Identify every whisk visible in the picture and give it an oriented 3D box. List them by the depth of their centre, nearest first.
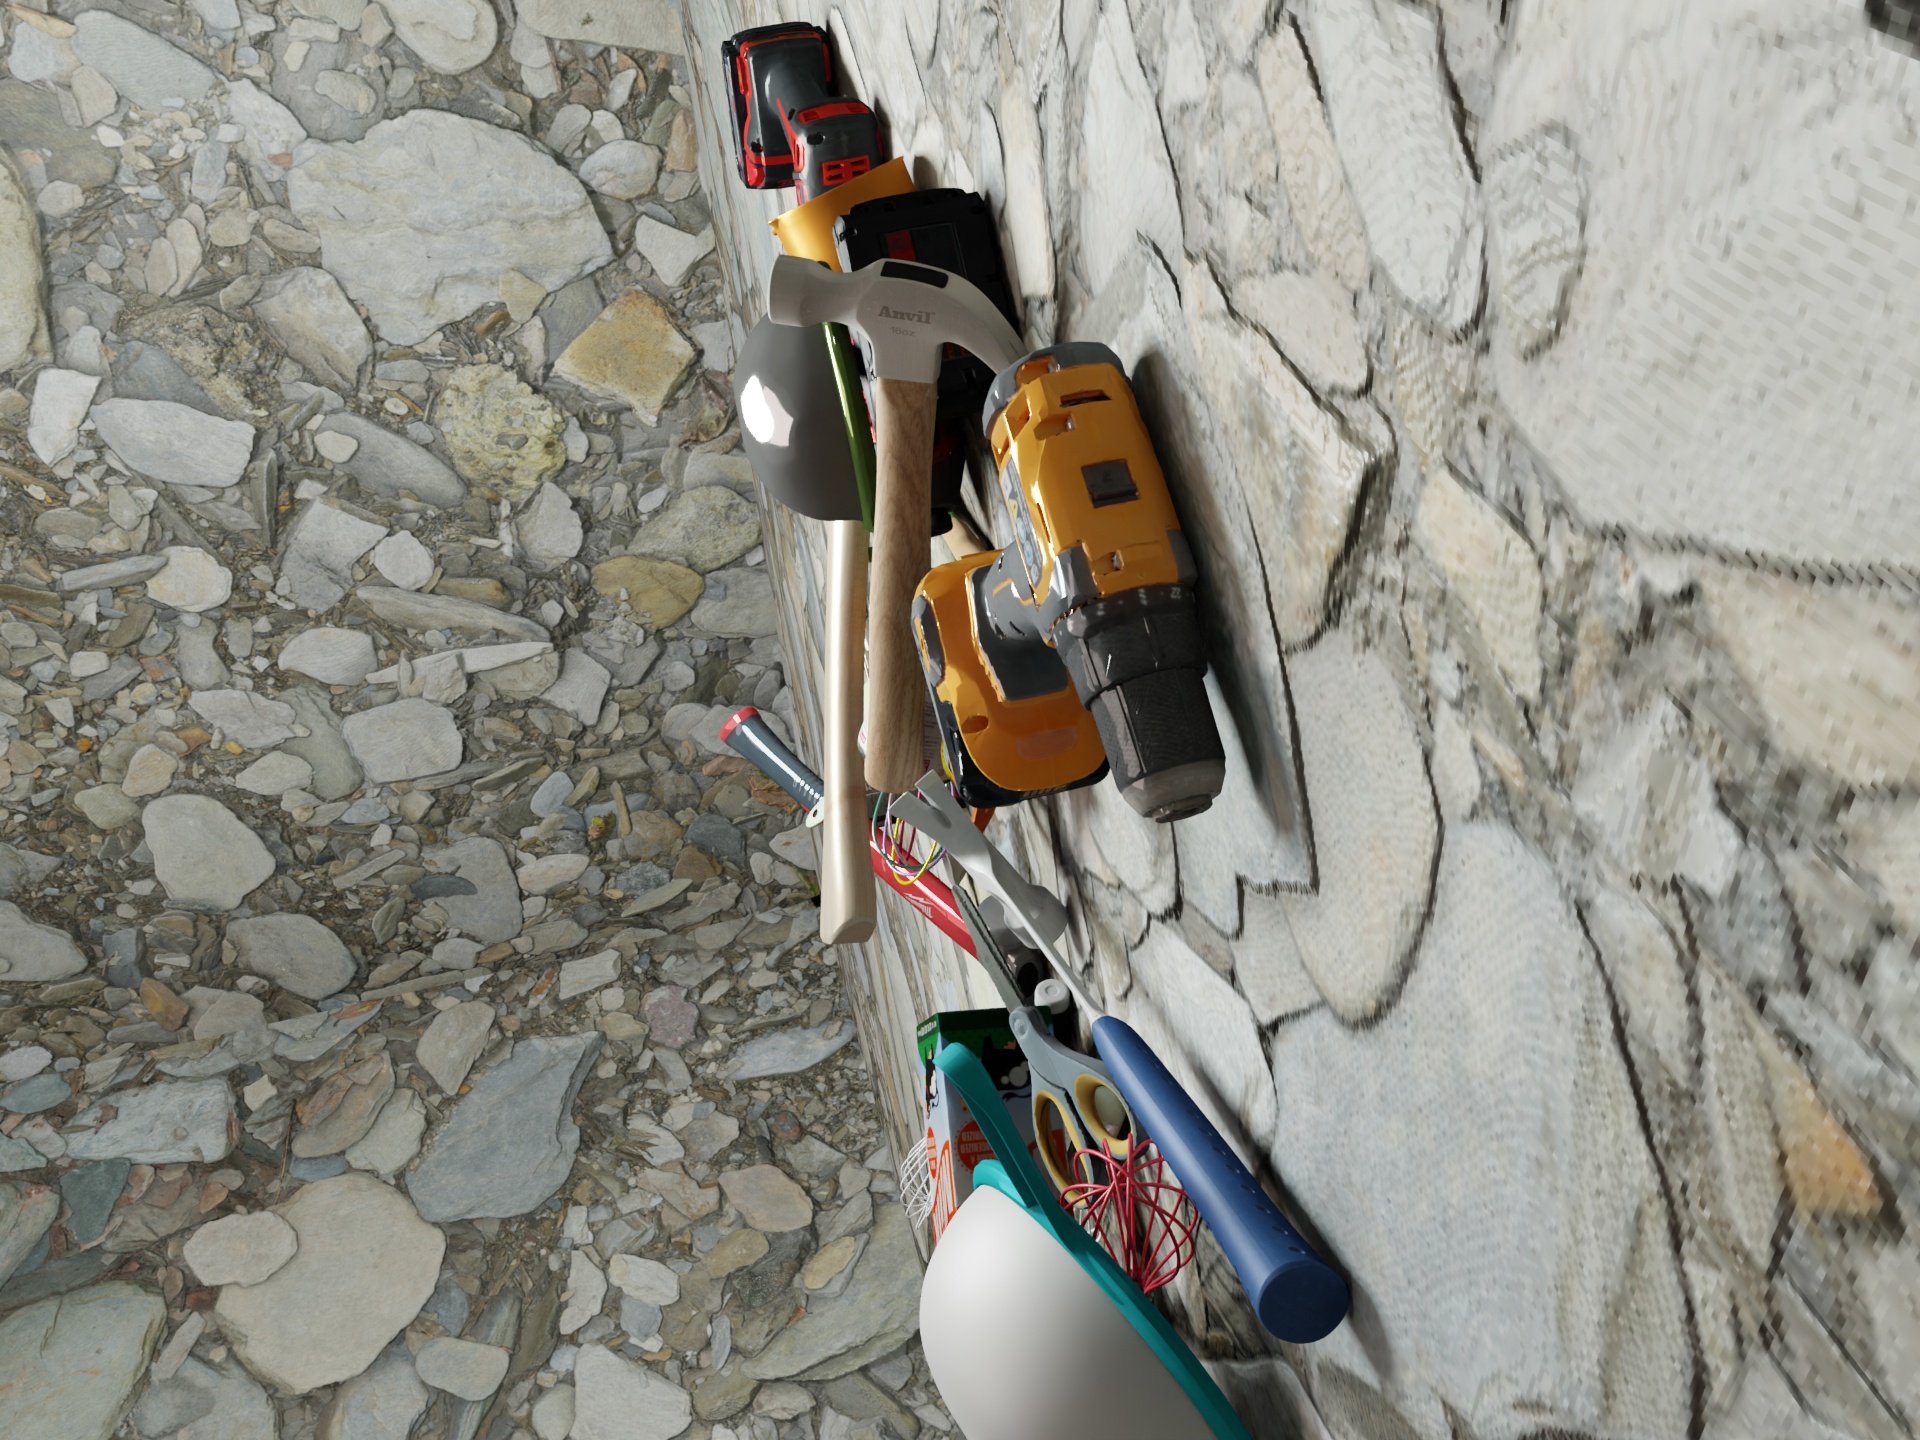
[{"bbox_3d":[0.094,0.303,0.867,0.295,0.073,0.073,81,172,-51],"label":"whisk"},{"bbox_3d":[0.074,0.289,1.000,0.246,0.058,0.059,97,-171,-53],"label":"whisk"},{"bbox_3d":[-0.025,-0.001,1.053,0.047,0.051,0.245,103,173,-55],"label":"whisk"},{"bbox_3d":[0.005,0.291,1.157,0.284,0.070,0.070,107,153,-46],"label":"whisk"}]

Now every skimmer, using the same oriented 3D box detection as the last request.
[{"bbox_3d":[0.033,0.309,1.126,0.127,0.090,0.363,-60,-24,-48],"label":"skimmer"}]

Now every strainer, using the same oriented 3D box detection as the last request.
[{"bbox_3d":[0.026,0.279,0.733,0.211,0.095,0.340,33,154,47],"label":"strainer"},{"bbox_3d":[-0.098,-0.195,0.925,0.257,0.069,0.151,-113,11,-62],"label":"strainer"}]

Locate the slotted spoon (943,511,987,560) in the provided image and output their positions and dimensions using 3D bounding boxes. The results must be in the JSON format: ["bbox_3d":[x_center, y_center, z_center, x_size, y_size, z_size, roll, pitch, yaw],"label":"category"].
[{"bbox_3d":[0.003,-0.106,0.985,0.314,0.031,0.070,-119,29,-56],"label":"slotted spoon"}]

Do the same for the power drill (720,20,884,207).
[{"bbox_3d":[-0.103,-0.380,1.141,0.187,0.080,0.227,87,164,-45],"label":"power drill"}]

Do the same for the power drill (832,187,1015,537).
[{"bbox_3d":[-0.023,-0.192,0.895,0.219,0.078,0.143,124,133,-81],"label":"power drill"}]

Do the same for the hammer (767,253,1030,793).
[{"bbox_3d":[-0.028,-0.082,0.826,0.031,0.130,0.331,-77,-7,-45],"label":"hammer"}]

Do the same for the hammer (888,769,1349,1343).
[{"bbox_3d":[0.065,0.144,0.770,0.144,0.035,0.406,47,-179,-27],"label":"hammer"}]

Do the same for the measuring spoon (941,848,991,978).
[{"bbox_3d":[0.012,0.159,1.317,0.034,0.018,0.124,101,149,-67],"label":"measuring spoon"}]

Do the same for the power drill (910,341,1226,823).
[{"bbox_3d":[0.045,-0.027,0.680,0.226,0.084,0.185,118,138,-69],"label":"power drill"}]

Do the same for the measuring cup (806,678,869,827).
[{"bbox_3d":[-0.075,0.024,1.136,0.167,0.038,0.083,-44,38,33],"label":"measuring cup"}]

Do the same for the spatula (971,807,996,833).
[{"bbox_3d":[-0.002,-0.004,1.096,0.323,0.041,0.081,-120,40,-67],"label":"spatula"}]

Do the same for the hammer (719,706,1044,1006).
[{"bbox_3d":[-0.069,0.103,1.208,0.387,0.038,0.143,36,145,42],"label":"hammer"}]

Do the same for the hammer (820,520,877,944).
[{"bbox_3d":[-0.082,-0.055,1.088,0.146,0.038,0.410,-1,88,59],"label":"hammer"}]

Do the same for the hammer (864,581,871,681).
[{"bbox_3d":[-0.065,-0.109,1.366,0.359,0.036,0.149,109,148,-73],"label":"hammer"}]

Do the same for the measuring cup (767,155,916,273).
[{"bbox_3d":[-0.079,-0.300,0.991,0.052,0.095,0.174,63,163,-16],"label":"measuring cup"}]
